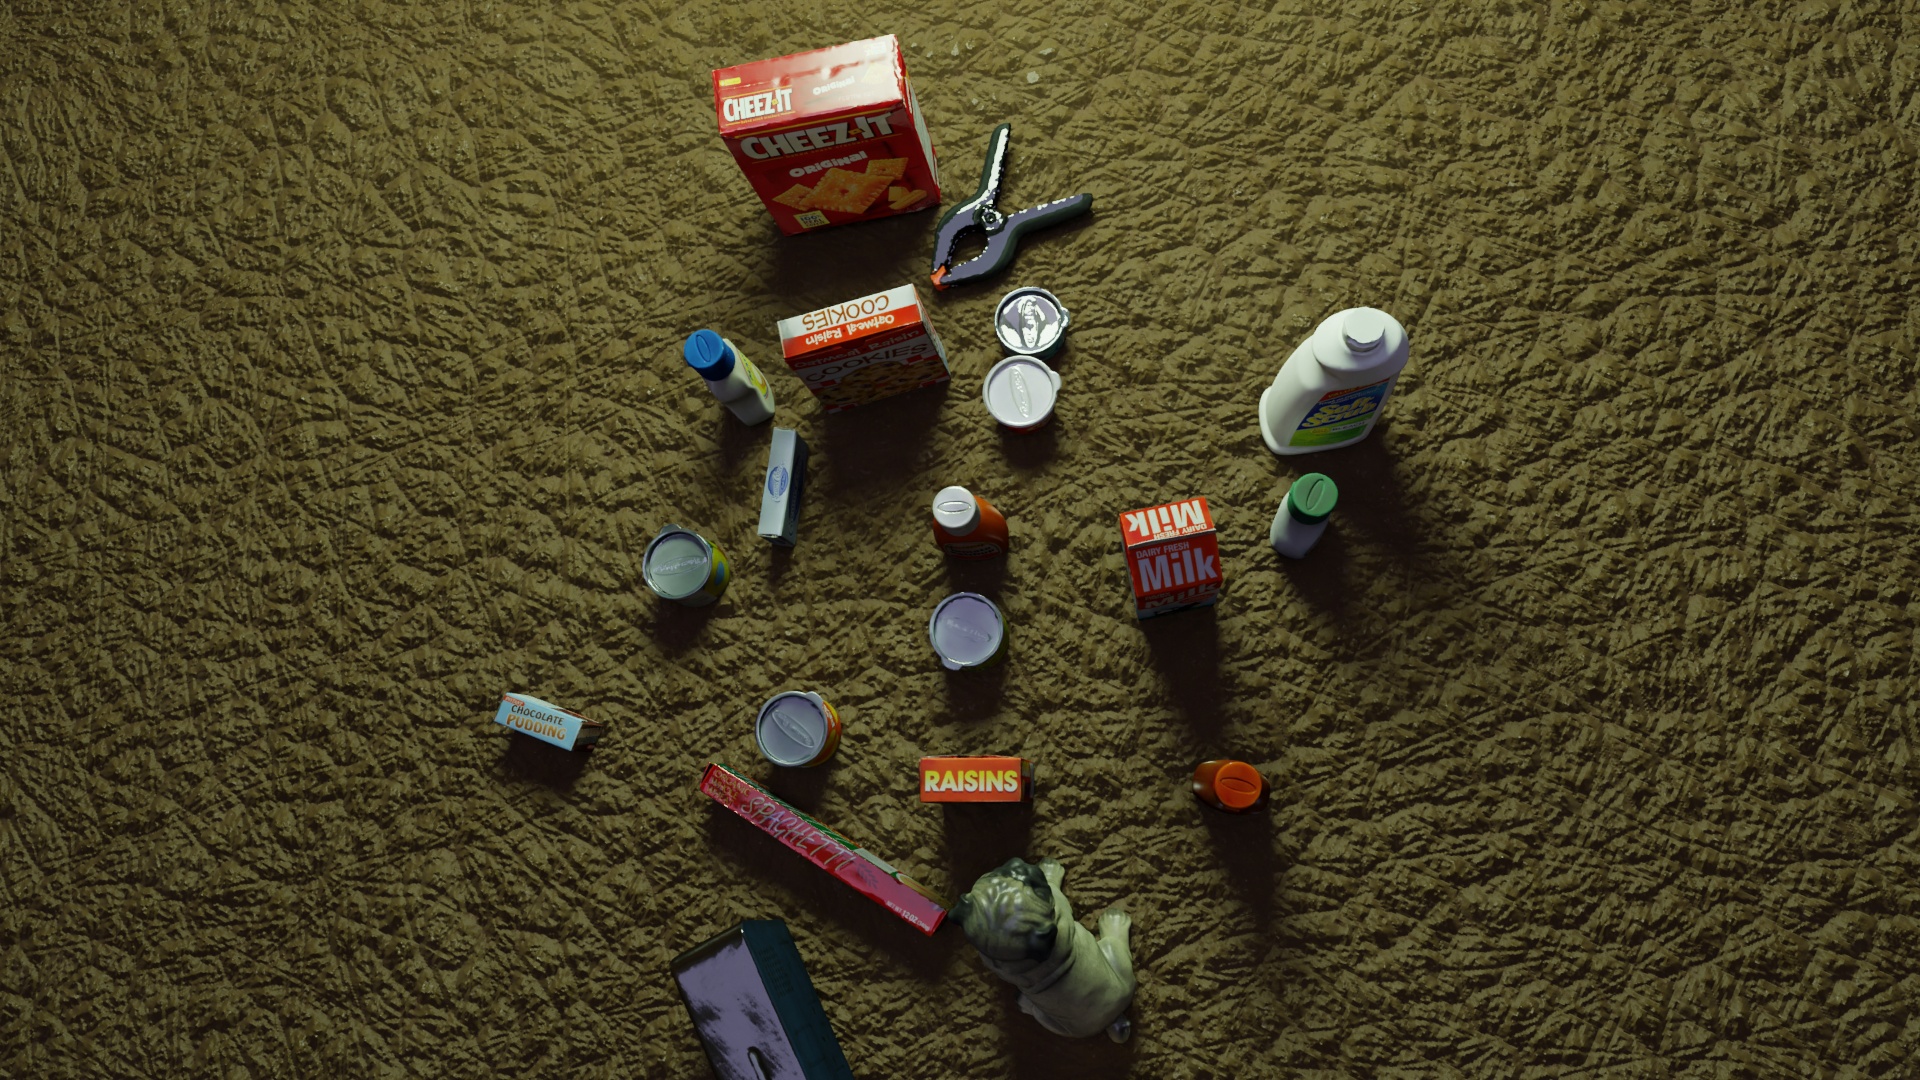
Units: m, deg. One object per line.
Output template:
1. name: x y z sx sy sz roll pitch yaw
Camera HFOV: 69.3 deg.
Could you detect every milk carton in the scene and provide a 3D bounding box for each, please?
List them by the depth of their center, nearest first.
1. milk carton: 0.176 0.015 1.166 0.072 0.190 0.073 -12 78 6

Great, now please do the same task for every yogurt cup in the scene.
1. yogurt cup: 0.057 -0.131 1.282 0.072 0.054 0.072 -1 79 8

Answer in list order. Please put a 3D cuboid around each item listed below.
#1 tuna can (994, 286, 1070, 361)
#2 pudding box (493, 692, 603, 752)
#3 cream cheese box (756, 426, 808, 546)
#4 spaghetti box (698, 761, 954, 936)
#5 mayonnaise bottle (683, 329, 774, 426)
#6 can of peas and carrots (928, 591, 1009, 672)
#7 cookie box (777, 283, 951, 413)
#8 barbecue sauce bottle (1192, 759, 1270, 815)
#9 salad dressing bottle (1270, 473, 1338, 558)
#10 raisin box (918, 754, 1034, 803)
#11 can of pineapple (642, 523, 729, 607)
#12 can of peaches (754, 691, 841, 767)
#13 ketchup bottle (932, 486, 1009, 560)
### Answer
1. tuna can: 0.069 -0.202 1.306 0.071 0.033 0.071 -1 79 8
2. pudding box: -0.381 0.168 1.285 0.084 0.049 0.030 18 82 11
3. cream cheese box: -0.165 -0.049 1.297 0.024 0.053 0.104 6 80 9
4. spaghetti box: -0.120 0.270 1.228 0.250 0.050 0.029 29 85 12
5. mayonnaise bottle: -0.213 -0.153 1.276 0.041 0.148 0.065 -25 77 3
6. can of peas and carrots: 0.008 0.085 1.243 0.071 0.058 0.071 -1 79 8
7. cookie box: -0.083 -0.169 1.251 0.123 0.167 0.040 -15 78 5
8. barbecue sauce bottle: 0.224 0.203 1.143 0.065 0.148 0.044 15 82 10
9. salad dressing bottle: 0.293 -0.023 1.180 0.044 0.147 0.064 25 84 12
10. raisin box: 0.016 0.205 1.185 0.086 0.123 0.040 -1 79 8
11. can of pineapple: -0.254 0.024 1.292 0.071 0.058 0.071 -1 79 8
12. can of peaches: -0.143 0.169 1.248 0.071 0.058 0.071 -1 79 8
13. ketchup bottle: 0.004 -0.015 1.218 0.065 0.148 0.043 -3 79 8
